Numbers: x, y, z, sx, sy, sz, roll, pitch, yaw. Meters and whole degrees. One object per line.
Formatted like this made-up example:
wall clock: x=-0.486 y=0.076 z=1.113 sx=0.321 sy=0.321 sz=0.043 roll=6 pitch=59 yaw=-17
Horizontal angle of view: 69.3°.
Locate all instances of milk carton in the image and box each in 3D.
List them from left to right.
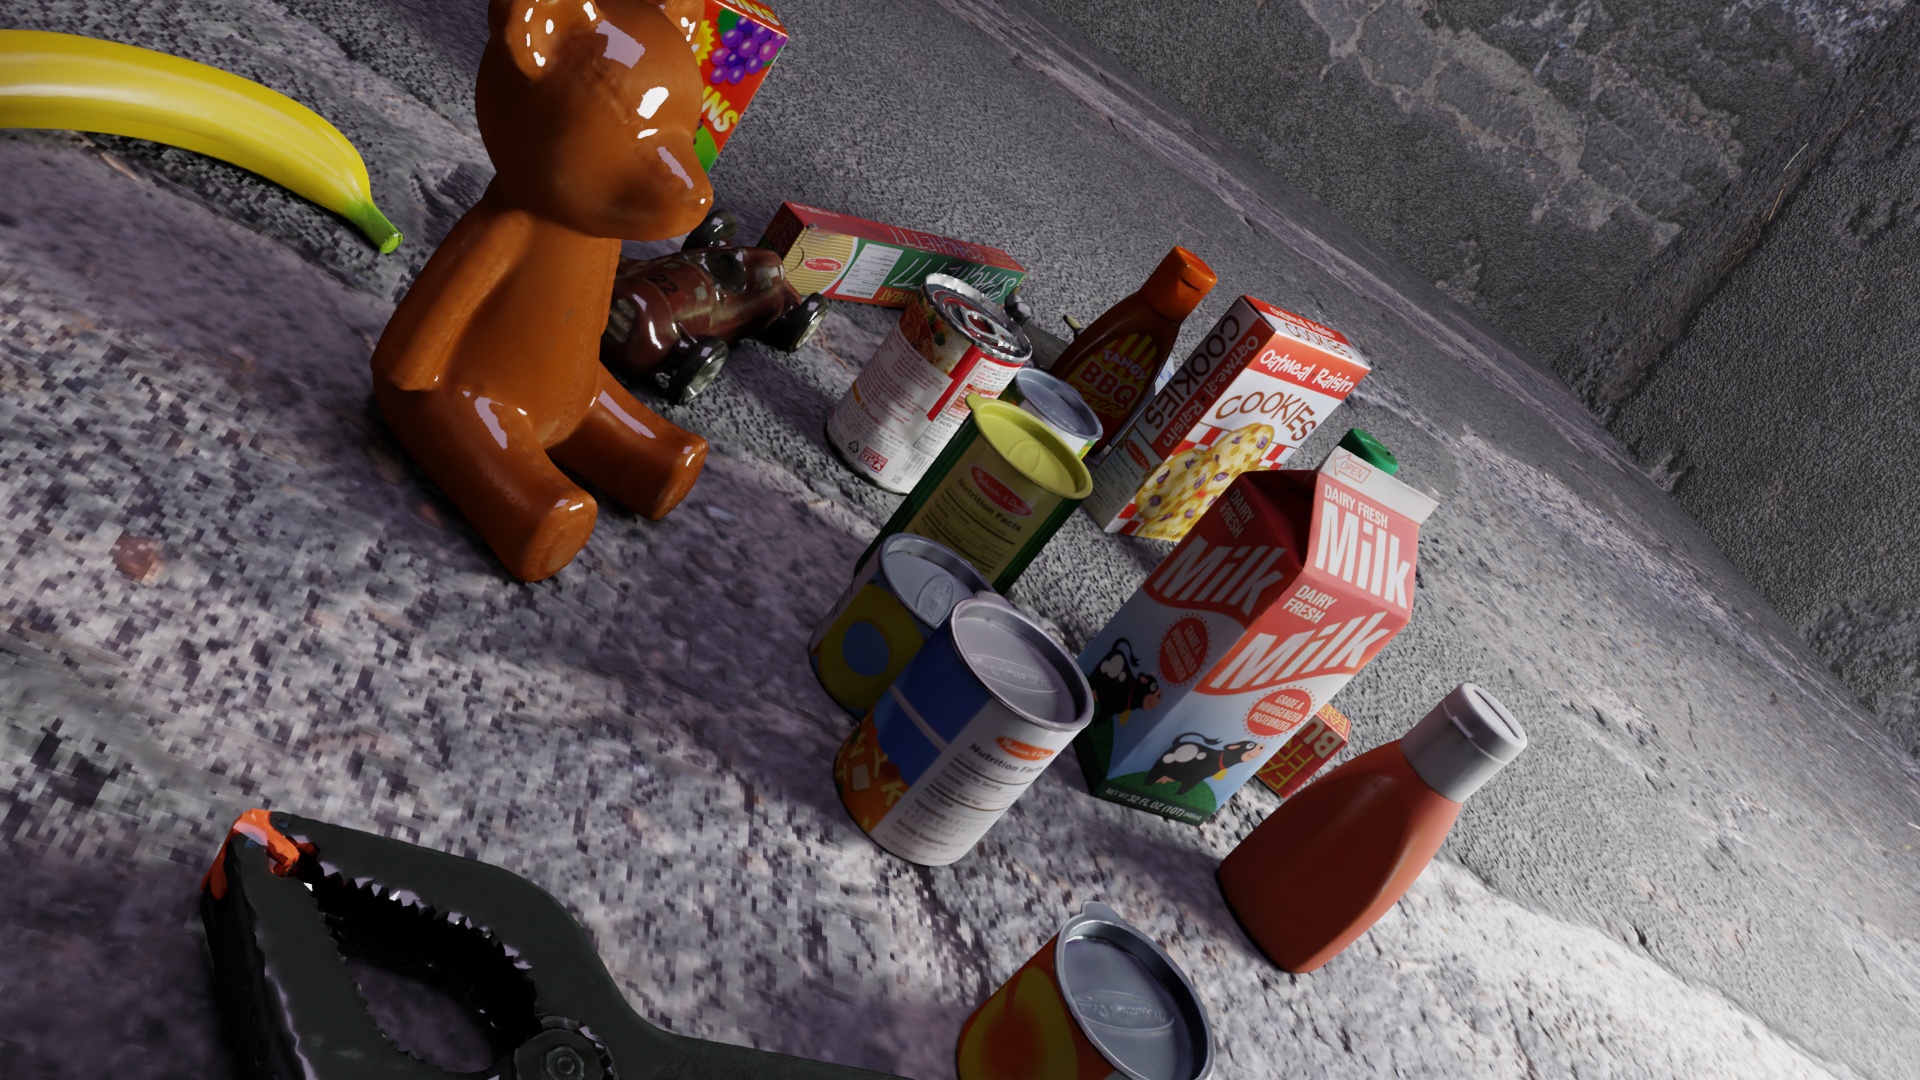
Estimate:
milk carton: x=0.132 y=0.039 z=0.639 sx=0.072 sy=0.189 sz=0.074 roll=23 pitch=30 yaw=-30

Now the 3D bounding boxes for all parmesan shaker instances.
parmesan shaker: x=0.002 y=-0.008 z=0.647 sx=0.071 sy=0.102 sz=0.071 roll=30 pitch=27 yaw=-17

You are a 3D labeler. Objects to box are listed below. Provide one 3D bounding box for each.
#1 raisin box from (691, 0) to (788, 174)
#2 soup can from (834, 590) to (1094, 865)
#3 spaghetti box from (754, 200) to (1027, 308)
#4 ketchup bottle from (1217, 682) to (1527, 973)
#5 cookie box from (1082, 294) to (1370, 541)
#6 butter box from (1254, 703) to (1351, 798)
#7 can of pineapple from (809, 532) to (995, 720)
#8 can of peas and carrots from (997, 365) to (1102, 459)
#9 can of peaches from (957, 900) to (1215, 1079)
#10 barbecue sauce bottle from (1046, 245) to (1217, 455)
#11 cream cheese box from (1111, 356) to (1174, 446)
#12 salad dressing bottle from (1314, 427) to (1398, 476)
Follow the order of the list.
raisin box: x=-0.172 y=-0.274 z=0.830 sx=0.086 sy=0.123 sz=0.040 roll=11 pitch=37 yaw=-45
soup can: x=0.000 y=0.072 z=0.536 sx=0.071 sy=0.083 sz=0.072 roll=30 pitch=27 yaw=-17
spaghetti box: x=-0.041 y=-0.183 z=0.936 sx=0.029 sy=0.050 sz=0.251 roll=50 pitch=28 yaw=22
ketchup bottle: x=0.182 y=0.124 z=0.613 sx=0.043 sy=0.148 sz=0.065 roll=8 pitch=39 yaw=-48
cookie box: x=0.169 y=-0.072 z=0.894 sx=0.123 sy=0.166 sz=0.040 roll=7 pitch=40 yaw=-48
butter box: x=0.154 y=0.086 z=0.748 sx=0.103 sy=0.053 sz=0.024 roll=41 pitch=25 yaw=4
can of pineapple: x=-0.021 y=0.041 z=0.589 sx=0.071 sy=0.057 sz=0.071 roll=30 pitch=27 yaw=-17
can of peas and carrots: x=0.043 y=-0.064 z=0.842 sx=0.071 sy=0.058 sz=0.071 roll=30 pitch=27 yaw=-17
can of peaches: x=0.040 y=0.167 z=0.464 sx=0.071 sy=0.058 sz=0.071 roll=30 pitch=27 yaw=-17
barbecue sauce bottle: x=0.111 y=-0.129 z=0.933 sx=0.065 sy=0.148 sz=0.044 roll=30 pitch=27 yaw=-18
cream cheese box: x=0.136 y=-0.104 z=1.034 sx=0.024 sy=0.053 sz=0.104 roll=33 pitch=26 yaw=-13
salad dressing bottle: x=0.205 y=-0.003 z=0.852 sx=0.064 sy=0.147 sz=0.044 roll=18 pitch=33 yaw=-37
